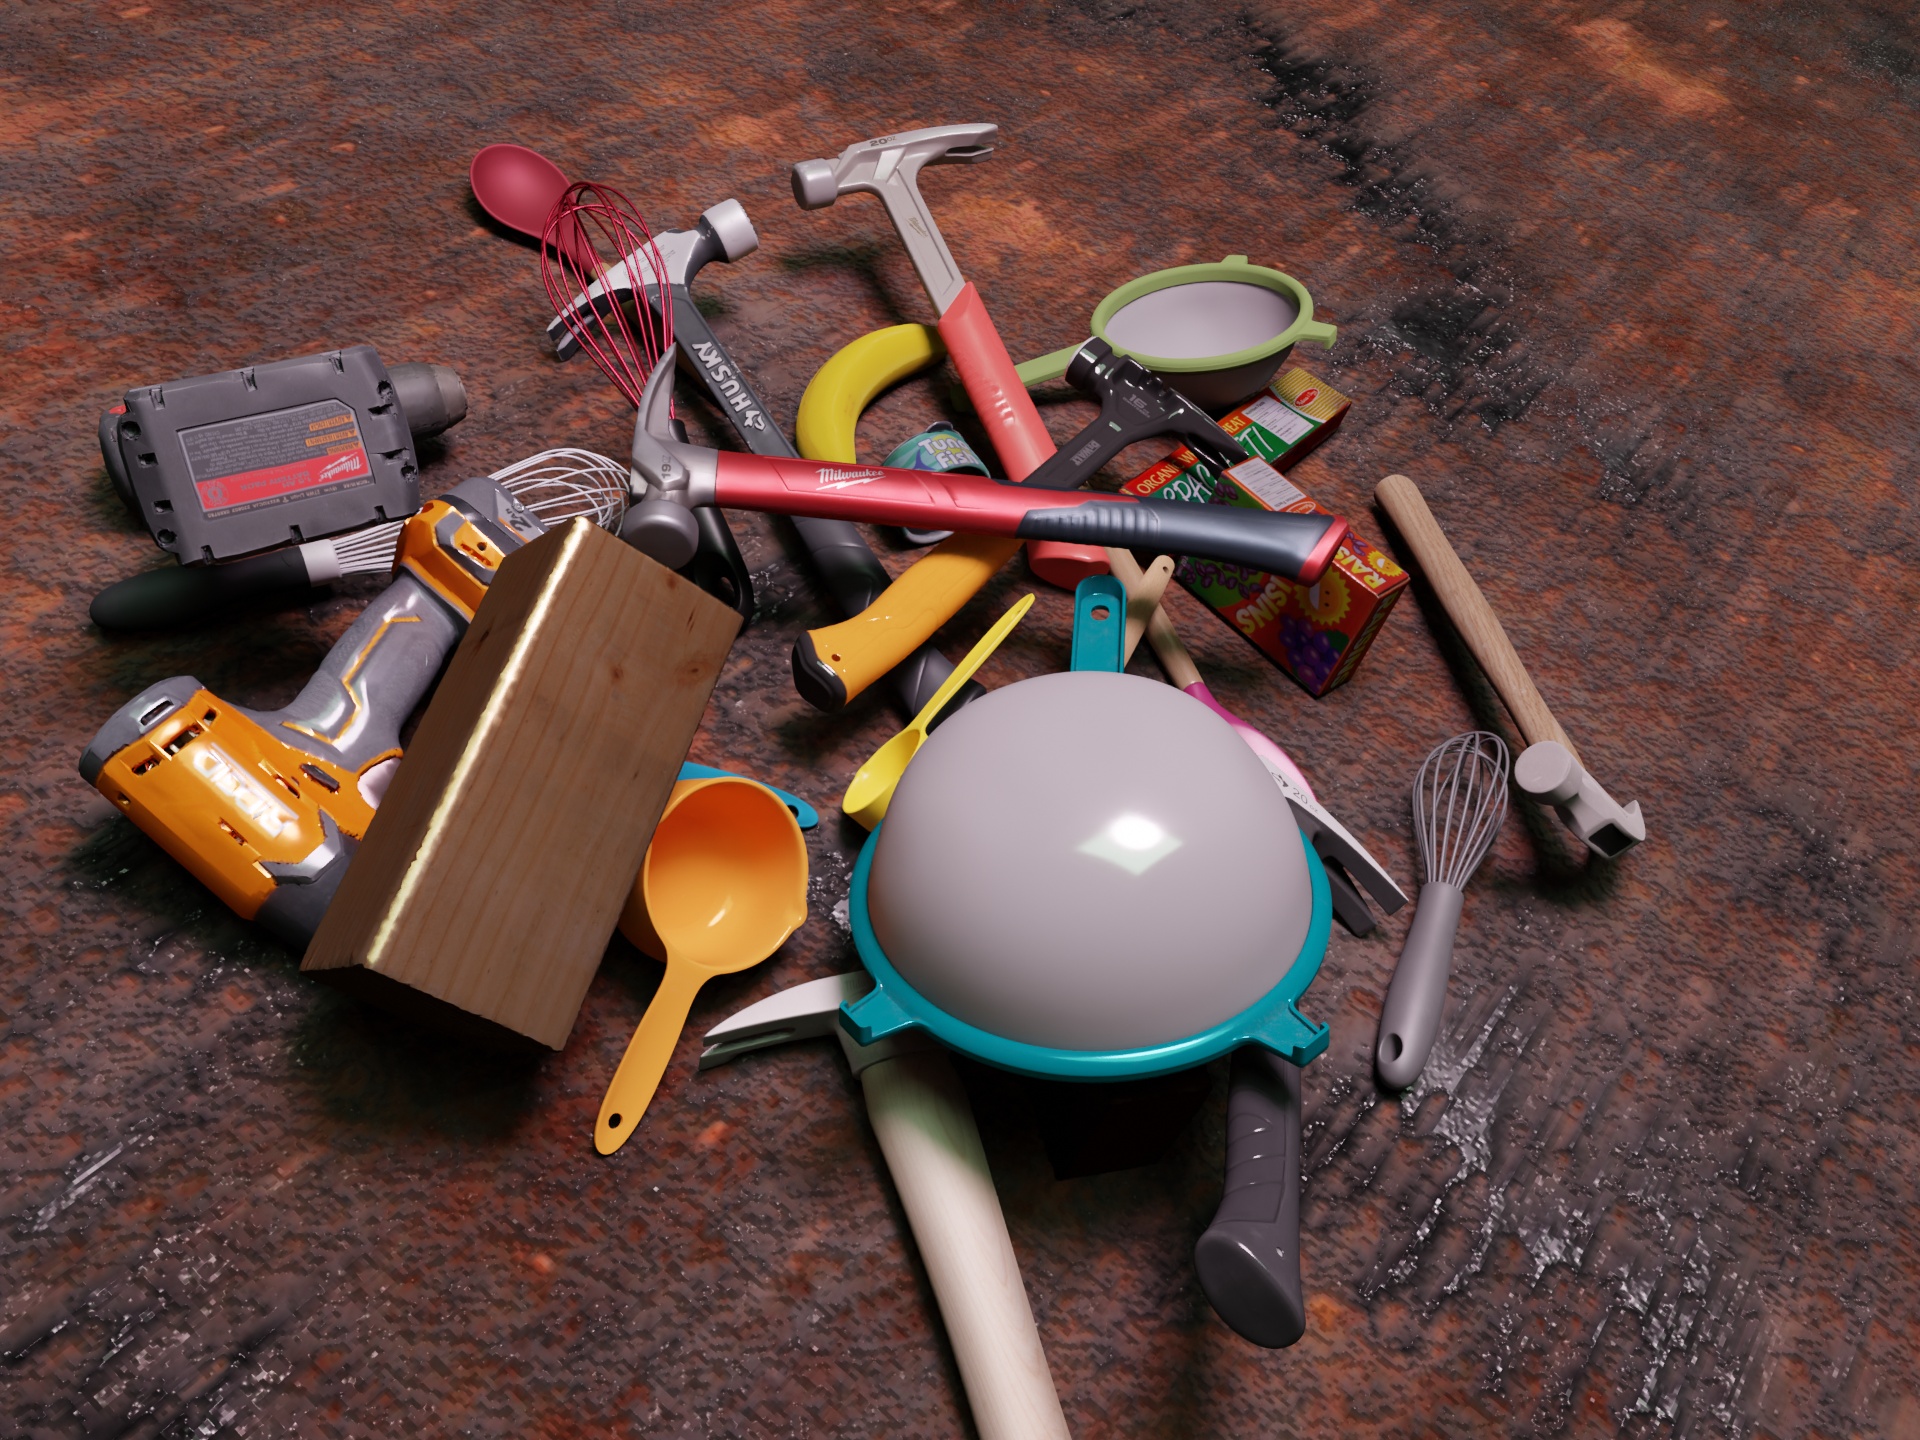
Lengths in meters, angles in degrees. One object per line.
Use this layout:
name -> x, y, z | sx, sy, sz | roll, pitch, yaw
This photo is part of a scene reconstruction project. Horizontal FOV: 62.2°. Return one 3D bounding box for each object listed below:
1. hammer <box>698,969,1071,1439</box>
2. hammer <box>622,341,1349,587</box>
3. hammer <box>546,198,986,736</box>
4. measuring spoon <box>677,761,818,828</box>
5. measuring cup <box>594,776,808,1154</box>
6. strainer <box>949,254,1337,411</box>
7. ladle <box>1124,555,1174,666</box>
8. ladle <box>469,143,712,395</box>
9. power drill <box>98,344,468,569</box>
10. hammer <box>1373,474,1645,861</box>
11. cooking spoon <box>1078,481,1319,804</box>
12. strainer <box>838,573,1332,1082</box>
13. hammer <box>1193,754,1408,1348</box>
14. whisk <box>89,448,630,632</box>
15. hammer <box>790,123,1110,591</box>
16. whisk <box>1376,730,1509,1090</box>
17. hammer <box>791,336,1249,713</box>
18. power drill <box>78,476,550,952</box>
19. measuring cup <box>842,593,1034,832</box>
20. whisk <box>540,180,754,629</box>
hammer -> 0.016, 0.277, 0.616 | 0.146, 0.038, 0.411 | -9, 53, -21
hammer -> 0.019, -0.126, 0.859 | 0.386, 0.038, 0.143 | 5, 51, -9
hammer -> -0.106, -0.143, 0.936 | 0.149, 0.036, 0.409 | -30, 65, -7
measuring spoon -> -0.135, 0.035, 0.806 | 0.128, 0.021, 0.042 | 19, 53, -11
measuring cup -> -0.135, 0.107, 0.715 | 0.095, 0.052, 0.174 | 36, 68, -35
strainer -> 0.118, -0.237, 1.091 | 0.256, 0.069, 0.152 | -19, 40, -8
ladle -> 0.055, 0.004, 0.858 | 0.078, 0.062, 0.320 | 46, 43, -13
ladle -> -0.223, -0.284, 1.053 | 0.069, 0.031, 0.316 | -31, 65, -32
power drill -> -0.329, -0.144, 0.800 | 0.188, 0.080, 0.227 | -18, 19, -23
hammer -> 0.321, -0.045, 0.964 | 0.130, 0.031, 0.332 | 36, 27, -34
cooking spoon -> 0.127, -0.037, 0.938 | 0.068, 0.017, 0.319 | -8, 53, -22
strainer -> 0.061, 0.004, 0.726 | 0.211, 0.095, 0.341 | 2, 39, 6
hammer -> 0.140, 0.129, 0.704 | 0.146, 0.035, 0.335 | 38, 31, -12
whisk -> -0.306, -0.092, 0.843 | 0.284, 0.070, 0.070 | -17, 56, -23
hammer -> 0.019, -0.241, 1.026 | 0.149, 0.036, 0.359 | -17, 67, -17
whisk -> 0.252, 0.094, 0.843 | 0.055, 0.055, 0.239 | 24, 52, 5
hammer -> 0.031, -0.104, 0.895 | 0.127, 0.034, 0.337 | 39, 54, 10
power drill -> -0.258, 0.005, 0.743 | 0.164, 0.084, 0.226 | 44, 53, -4
measuring cup -> -0.001, -0.003, 0.823 | 0.029, 0.062, 0.156 | 46, 69, -17
whisk -> -0.177, -0.183, 0.915 | 0.073, 0.073, 0.296 | -15, 75, -27
